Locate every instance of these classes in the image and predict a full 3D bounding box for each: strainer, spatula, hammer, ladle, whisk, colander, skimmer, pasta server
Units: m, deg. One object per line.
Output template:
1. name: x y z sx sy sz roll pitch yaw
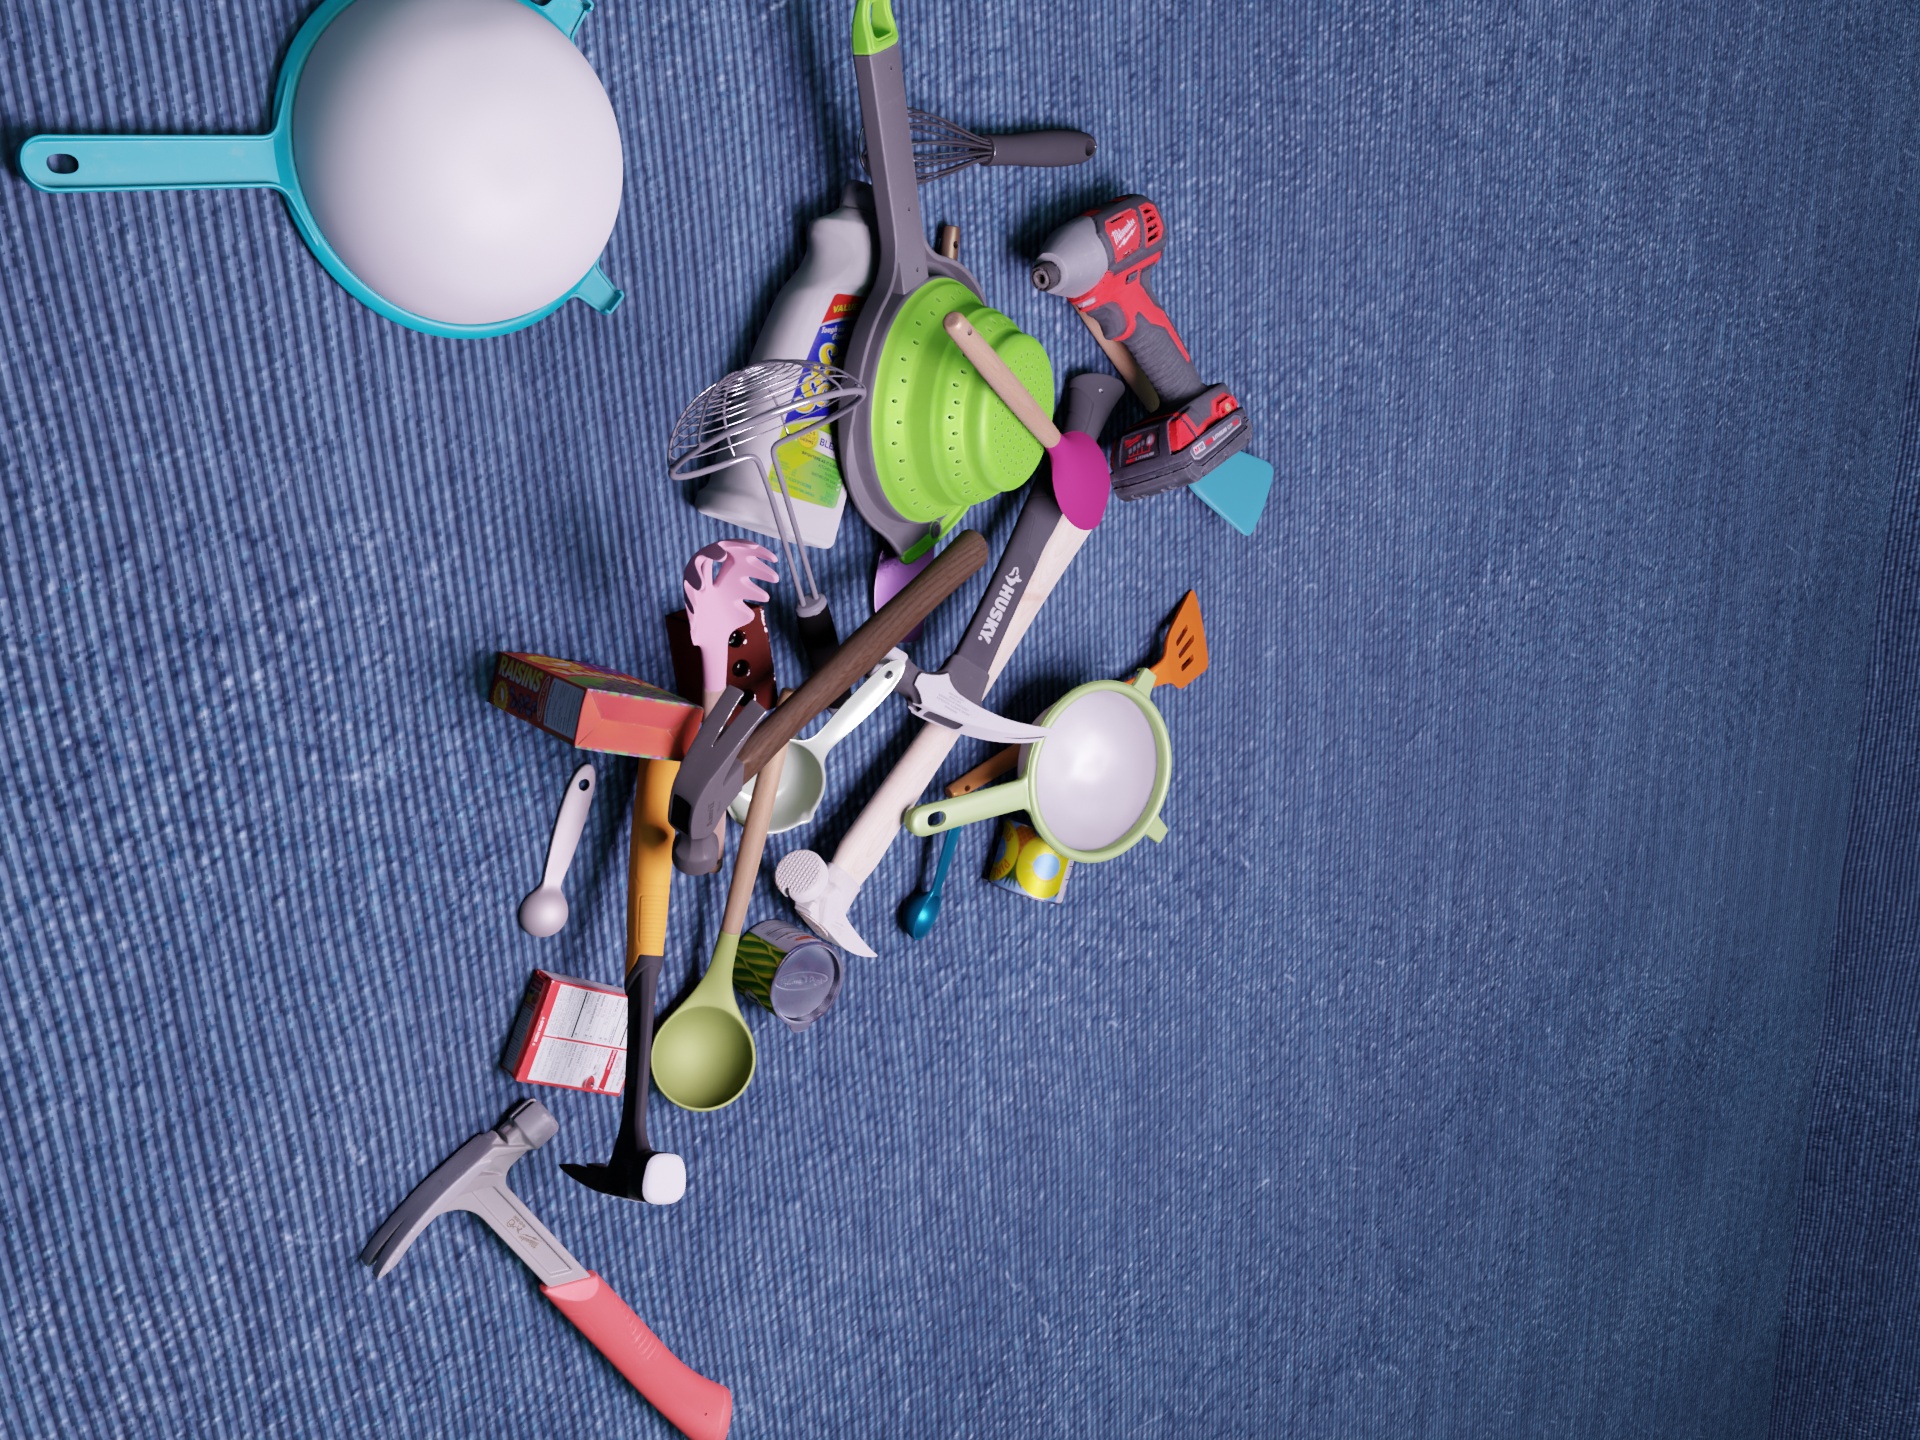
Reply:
1. strainer: 0.054 0.049 1.292 0.256 0.069 0.151 -14 105 -30
2. spatula: 0.166 -0.281 1.342 0.317 0.044 0.082 44 58 -37
3. spatula: -0.028 -0.214 1.210 0.059 0.018 0.316 -2 104 -45
4. strainer: -0.323 -0.312 0.878 0.340 0.095 0.211 -17 113 -38
5. hammer: -0.002 -0.004 1.268 0.411 0.038 0.146 -57 150 -18
6. spatula: 0.111 -0.013 1.385 0.322 0.041 0.081 -30 119 -27
7. ladle: -0.158 0.132 1.140 0.078 0.062 0.320 11 104 -17
8. whisk: 0.018 -0.425 1.177 0.239 0.055 0.055 -18 114 -41
9. hammer: 0.057 -0.137 1.247 0.146 0.035 0.335 30 68 -12
10. hammer: -0.082 -0.036 1.092 0.331 0.031 0.130 -46 162 -36
11. colander: -0.004 -0.291 1.093 0.204 0.094 0.396 -49 142 -43
12. hammer: -0.217 0.149 1.081 0.034 0.127 0.337 11 76 -37
13. hammer: -0.276 0.440 1.169 0.149 0.037 0.358 -44 126 -23
14. skimmer: -0.101 -0.096 1.049 0.127 0.090 0.362 -24 144 -10
15. pasta server: -0.160 0.000 1.059 0.060 0.040 0.316 -25 143 -30

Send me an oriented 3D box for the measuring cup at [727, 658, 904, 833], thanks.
1. measuring cup: -0.108 0.010 1.165 0.167 0.038 0.083 -44 122 -3

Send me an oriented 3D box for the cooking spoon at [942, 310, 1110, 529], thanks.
1. cooking spoon: 0.055 -0.208 1.118 0.318 0.017 0.069 31 72 -63

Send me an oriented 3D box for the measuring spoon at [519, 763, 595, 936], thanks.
1. measuring spoon: -0.270 0.090 1.088 0.034 0.018 0.124 16 90 -42

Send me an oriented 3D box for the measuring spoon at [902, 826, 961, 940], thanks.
1. measuring spoon: -0.022 0.117 1.294 0.042 0.021 0.128 -12 122 -64

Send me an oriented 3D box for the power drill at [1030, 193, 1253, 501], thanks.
1. power drill: 0.135 -0.293 1.249 0.143 0.078 0.219 -38 109 -40
